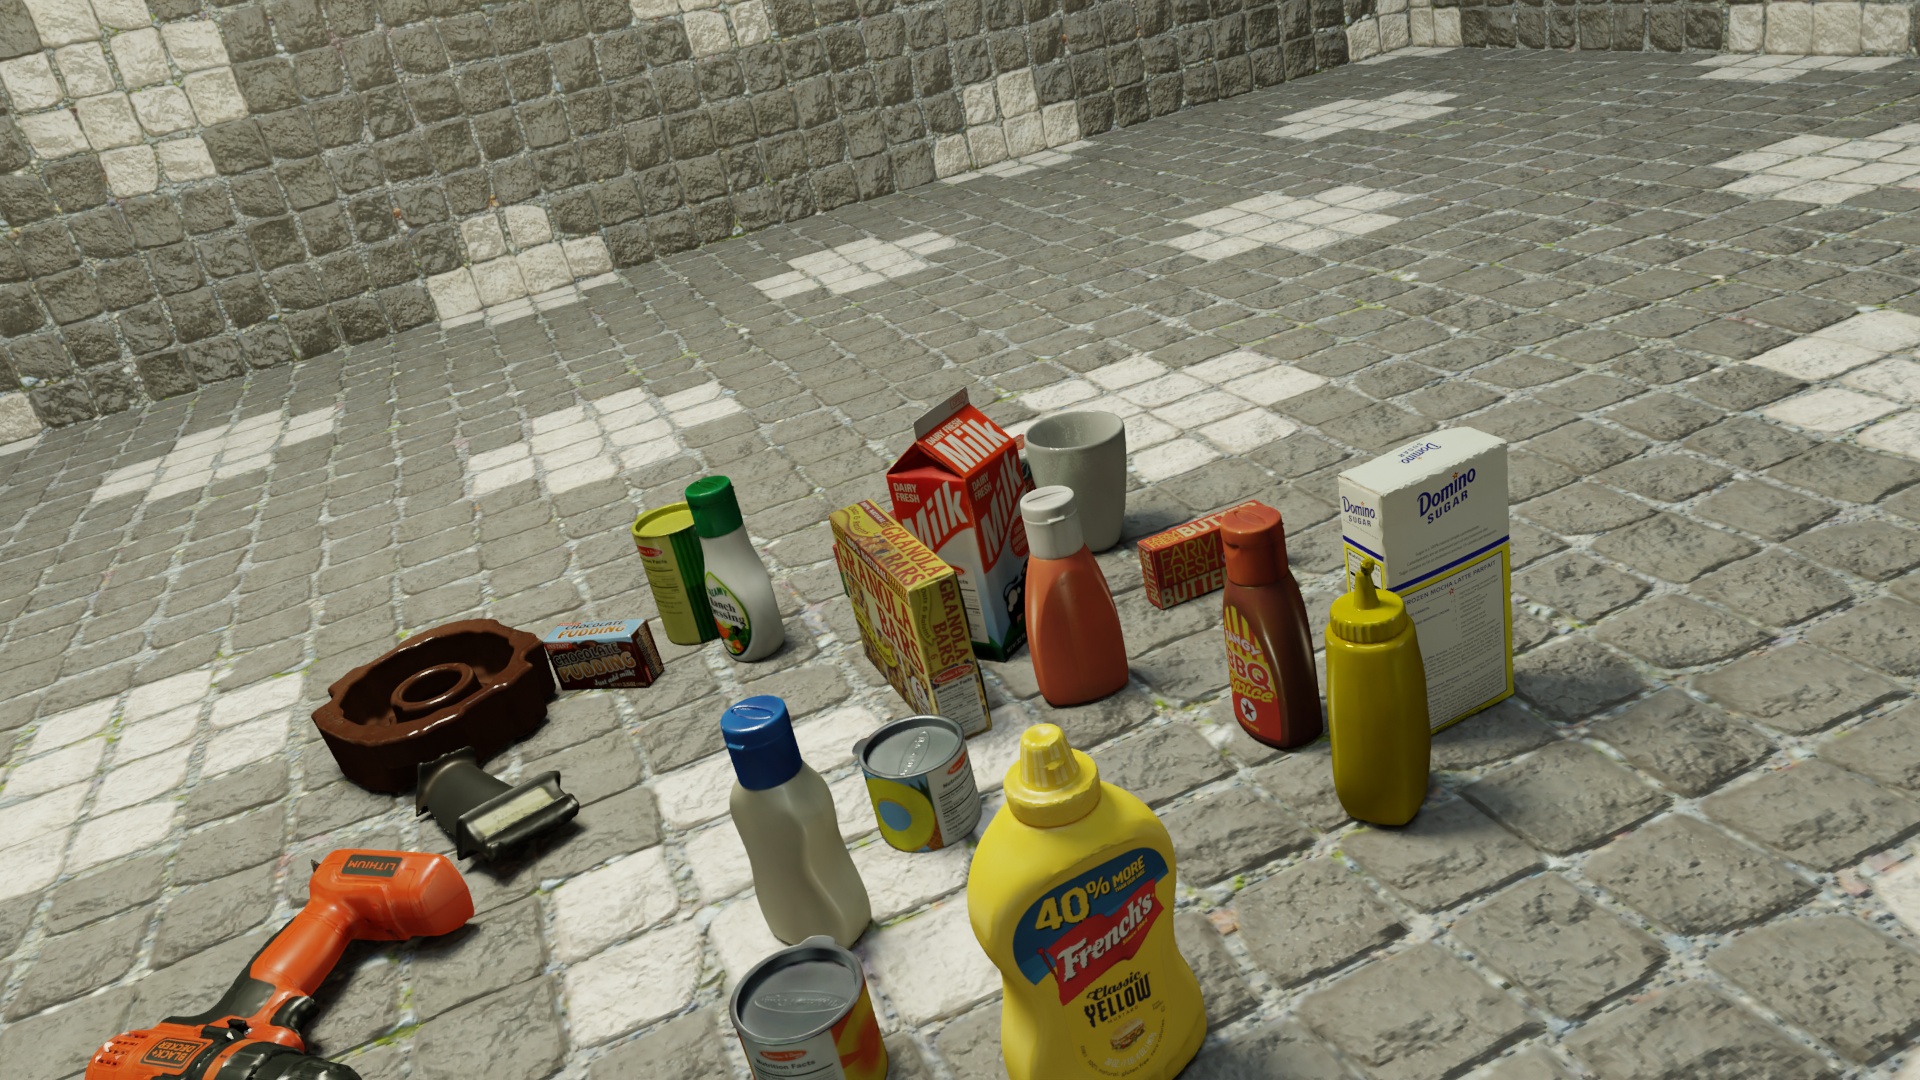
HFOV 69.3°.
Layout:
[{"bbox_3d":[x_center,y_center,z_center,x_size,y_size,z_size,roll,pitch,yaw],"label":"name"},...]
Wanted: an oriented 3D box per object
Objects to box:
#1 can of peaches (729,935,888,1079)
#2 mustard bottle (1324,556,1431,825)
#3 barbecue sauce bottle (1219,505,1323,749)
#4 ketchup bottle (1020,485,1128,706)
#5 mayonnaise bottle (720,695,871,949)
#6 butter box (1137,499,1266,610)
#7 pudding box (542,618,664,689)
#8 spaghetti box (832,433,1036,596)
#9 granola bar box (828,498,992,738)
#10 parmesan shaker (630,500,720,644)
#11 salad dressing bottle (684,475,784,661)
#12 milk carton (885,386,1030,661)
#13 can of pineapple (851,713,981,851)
[{"bbox_3d":[-0.072,0.240,0.680,0.071,0.057,0.071,-11,24,5],"label":"can of peaches"},{"bbox_3d":[0.227,0.077,0.761,0.049,0.159,0.065,3,28,31],"label":"mustard bottle"},{"bbox_3d":[0.187,0.052,0.850,0.044,0.148,0.065,-22,26,-19],"label":"barbecue sauce bottle"},{"bbox_3d":[0.072,0.037,0.936,0.065,0.148,0.044,-16,24,-7],"label":"ketchup bottle"},{"bbox_3d":[-0.094,0.156,0.762,0.065,0.147,0.041,3,29,31],"label":"mayonnaise bottle"},{"bbox_3d":[0.188,0.010,1.053,0.104,0.053,0.024,-19,25,-13],"label":"butter box"},{"bbox_3d":[-0.286,0.091,1.113,0.083,0.049,0.030,-4,26,19],"label":"pudding box"},{"bbox_3d":[-0.010,-0.025,1.229,0.028,0.050,0.251,12,34,43],"label":"spaghetti box"},{"bbox_3d":[-0.037,0.054,0.983,0.039,0.123,0.166,-21,25,-17],"label":"granola bar box"},{"bbox_3d":[-0.229,0.026,1.160,0.071,0.102,0.071,-11,24,5],"label":"parmesan shaker"},{"bbox_3d":[-0.179,0.022,1.091,0.044,0.147,0.064,-31,30,-35],"label":"salad dressing bottle"},{"bbox_3d":[0.004,-0.013,1.026,0.073,0.189,0.073,5,30,34],"label":"milk carton"},{"bbox_3d":[-0.026,0.148,0.854,0.071,0.057,0.071,-11,24,5],"label":"can of pineapple"}]
